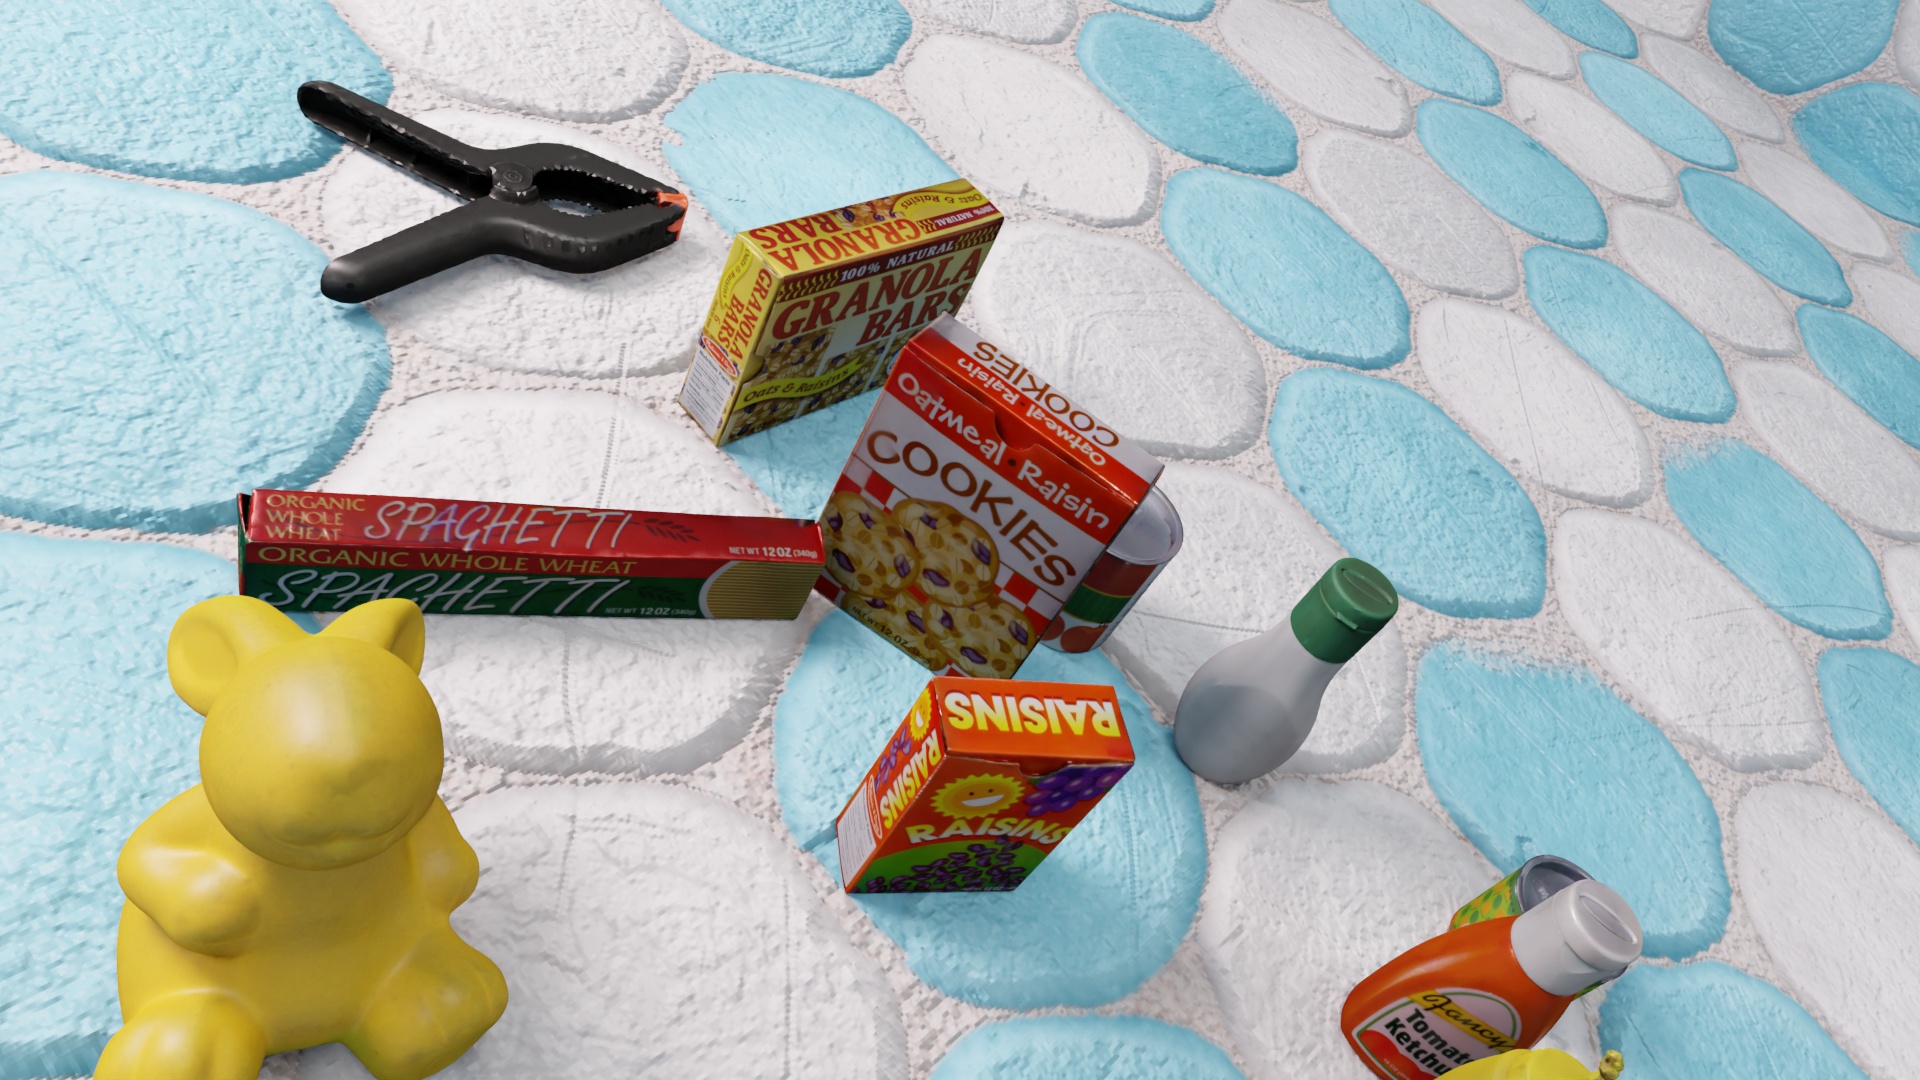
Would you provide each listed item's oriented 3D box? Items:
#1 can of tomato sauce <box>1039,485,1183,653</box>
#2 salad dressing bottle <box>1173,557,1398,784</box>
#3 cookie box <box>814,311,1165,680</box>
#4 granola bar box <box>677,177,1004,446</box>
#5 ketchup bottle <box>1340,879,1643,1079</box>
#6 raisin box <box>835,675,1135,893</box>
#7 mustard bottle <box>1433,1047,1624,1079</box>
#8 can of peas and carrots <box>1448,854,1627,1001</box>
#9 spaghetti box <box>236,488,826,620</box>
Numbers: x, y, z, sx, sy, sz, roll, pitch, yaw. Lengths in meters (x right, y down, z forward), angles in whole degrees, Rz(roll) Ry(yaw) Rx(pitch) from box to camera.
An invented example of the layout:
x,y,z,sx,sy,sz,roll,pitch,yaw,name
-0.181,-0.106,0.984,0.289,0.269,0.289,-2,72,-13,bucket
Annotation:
x,y,z,sx,sy,sz,roll,pitch,yaw,name
0.068,0.010,0.737,0.071,0.082,0.071,15,46,-16,can of tomato sauce
0.160,0.066,0.691,0.064,0.146,0.044,35,44,3,salad dressing bottle
0.002,-0.008,0.657,0.123,0.166,0.040,35,44,4,cookie box
-0.063,-0.126,0.757,0.166,0.123,0.039,-27,68,-42,granola bar box
0.235,0.198,0.615,0.065,0.148,0.044,39,44,7,ketchup bottle
0.007,0.107,0.589,0.086,0.122,0.040,7,49,-24,raisin box
0.210,0.240,0.555,0.049,0.159,0.065,44,45,13,mustard bottle
0.291,0.204,0.705,0.071,0.058,0.071,15,46,-16,can of peas and carrots
-0.185,0.009,0.624,0.250,0.050,0.029,3,51,-27,spaghetti box
